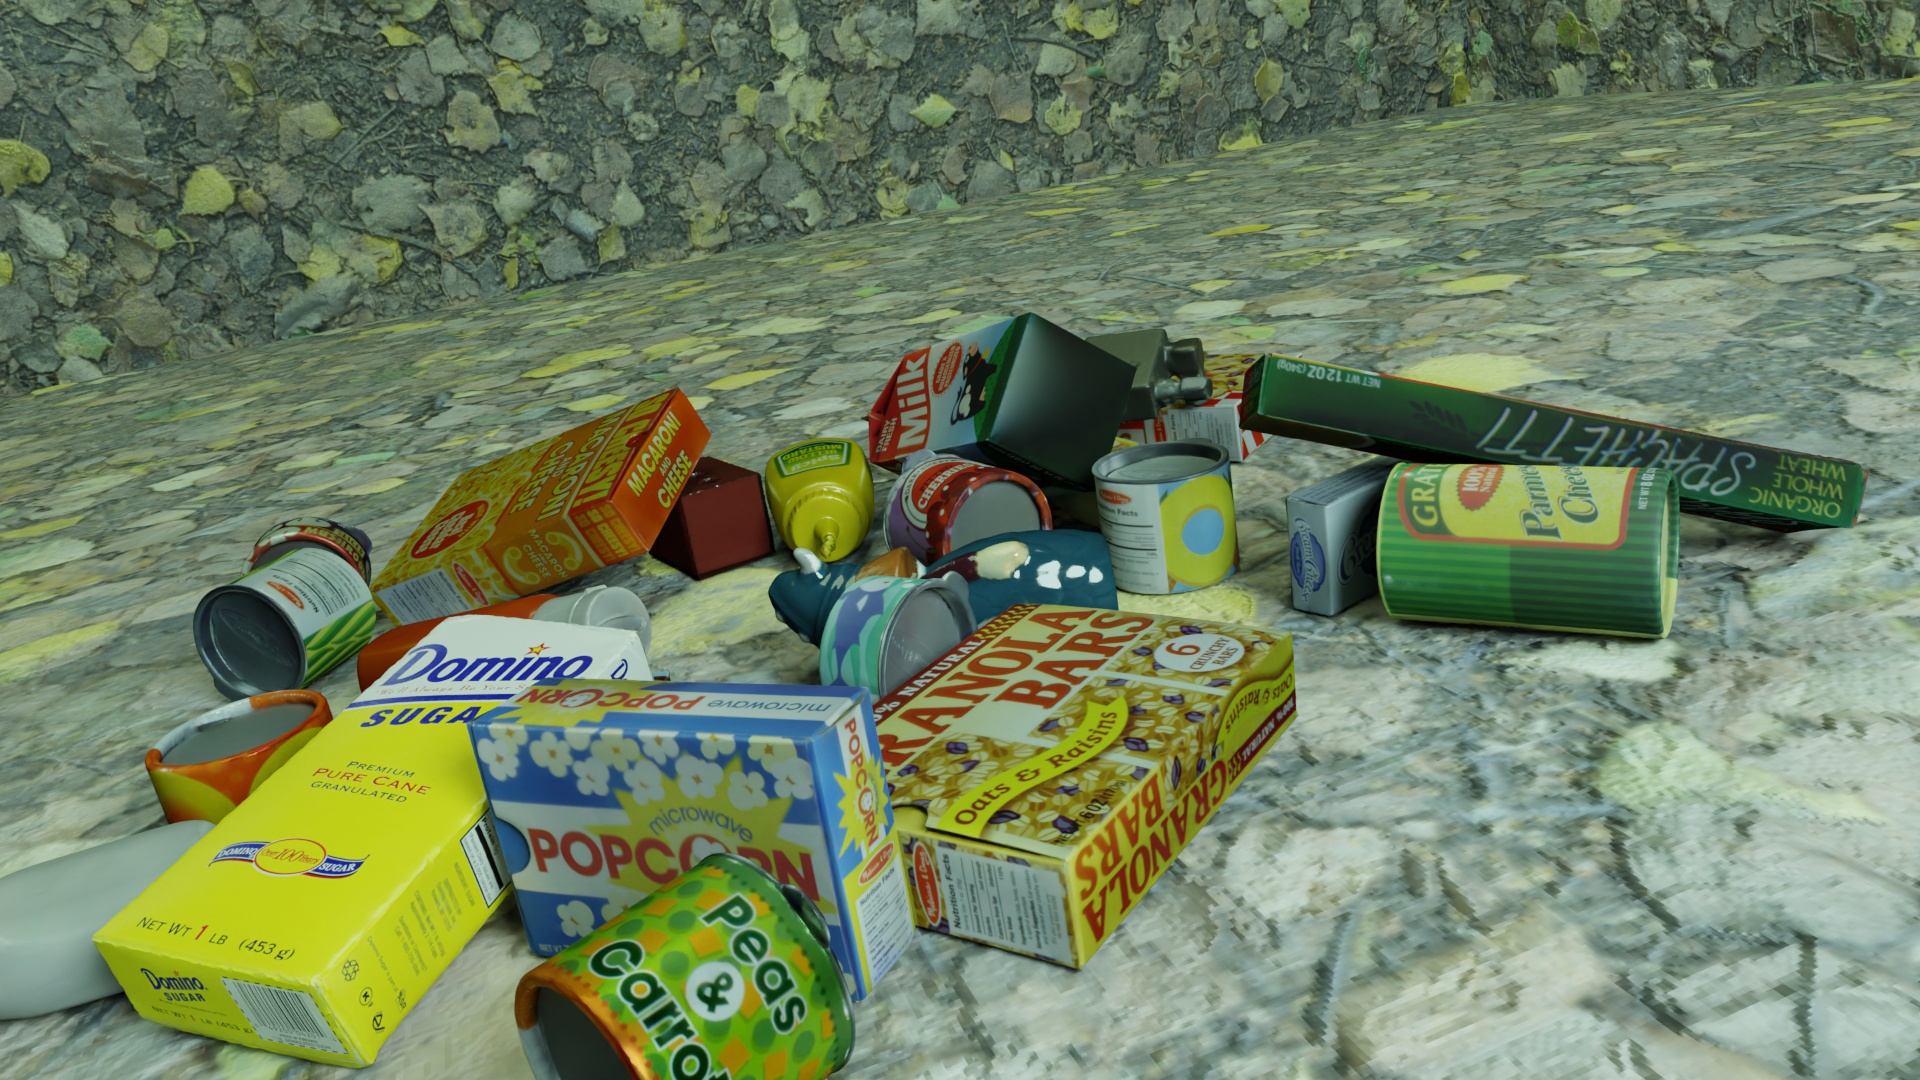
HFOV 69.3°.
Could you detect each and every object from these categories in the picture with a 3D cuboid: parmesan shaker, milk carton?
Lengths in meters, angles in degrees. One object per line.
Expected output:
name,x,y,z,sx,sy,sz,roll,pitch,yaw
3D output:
parmesan shaker,0.228,0.001,0.557,0.103,0.071,0.071,3,22,32
milk carton,0.010,-0.067,0.785,0.072,0.073,0.190,23,-12,-24

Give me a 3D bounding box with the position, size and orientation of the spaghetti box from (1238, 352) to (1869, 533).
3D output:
spaghetti box,0.246,-0.041,0.591,0.250,0.028,0.050,11,-2,3

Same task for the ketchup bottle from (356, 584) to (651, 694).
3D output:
ketchup bottle,-0.202,0.049,0.621,0.148,0.043,0.065,-12,2,34

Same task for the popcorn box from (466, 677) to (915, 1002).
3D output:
popcorn box,-0.082,0.089,0.428,0.126,0.085,0.038,-1,19,25

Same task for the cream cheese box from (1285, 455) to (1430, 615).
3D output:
cream cheese box,0.189,-0.009,0.628,0.104,0.053,0.024,-22,24,-33

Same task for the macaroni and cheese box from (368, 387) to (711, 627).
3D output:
macaroni and cheese box,-0.236,-0.018,0.787,0.166,0.040,0.124,-19,30,20

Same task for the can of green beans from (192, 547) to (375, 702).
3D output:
can of green beans,-0.352,0.043,0.726,0.071,0.071,0.058,-4,18,17

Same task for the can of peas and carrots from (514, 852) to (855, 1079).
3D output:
can of peas and carrots,-0.069,0.121,0.350,0.071,0.070,0.059,8,26,43

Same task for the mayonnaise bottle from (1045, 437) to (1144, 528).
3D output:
mayonnaise bottle,0.069,-0.042,0.805,0.065,0.041,0.148,-15,19,-20

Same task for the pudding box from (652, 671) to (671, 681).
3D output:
pudding box,-0.159,0.082,0.571,0.084,0.030,0.050,-10,17,-1

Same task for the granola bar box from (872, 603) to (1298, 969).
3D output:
granola bar box,0.029,0.074,0.488,0.124,0.039,0.166,4,22,35

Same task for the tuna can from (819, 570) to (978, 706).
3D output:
tuna can,-0.023,0.045,0.552,0.033,0.071,0.071,3,22,35

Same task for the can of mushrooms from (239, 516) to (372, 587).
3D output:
can of mushrooms,-0.376,0.020,0.803,0.071,0.070,0.033,-14,19,-11

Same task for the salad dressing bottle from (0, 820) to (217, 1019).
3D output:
salad dressing bottle,-0.326,0.139,0.469,0.148,0.043,0.064,-16,24,-14

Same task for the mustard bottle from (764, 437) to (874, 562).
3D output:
mustard bottle,-0.079,-0.021,0.805,0.065,0.048,0.160,-13,19,-5

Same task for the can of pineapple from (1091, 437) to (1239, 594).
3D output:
can of pineapple,0.102,-0.013,0.676,0.071,0.057,0.071,-8,19,3

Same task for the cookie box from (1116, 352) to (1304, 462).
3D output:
cookie box,0.127,-0.090,0.917,0.167,0.040,0.123,3,23,33

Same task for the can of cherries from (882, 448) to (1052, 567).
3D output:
can of cherries,0.002,-0.009,0.694,0.072,0.071,0.058,-20,21,-28

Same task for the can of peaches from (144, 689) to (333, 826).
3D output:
can of peaches,-0.270,0.097,0.538,0.071,0.058,0.071,-9,18,3
